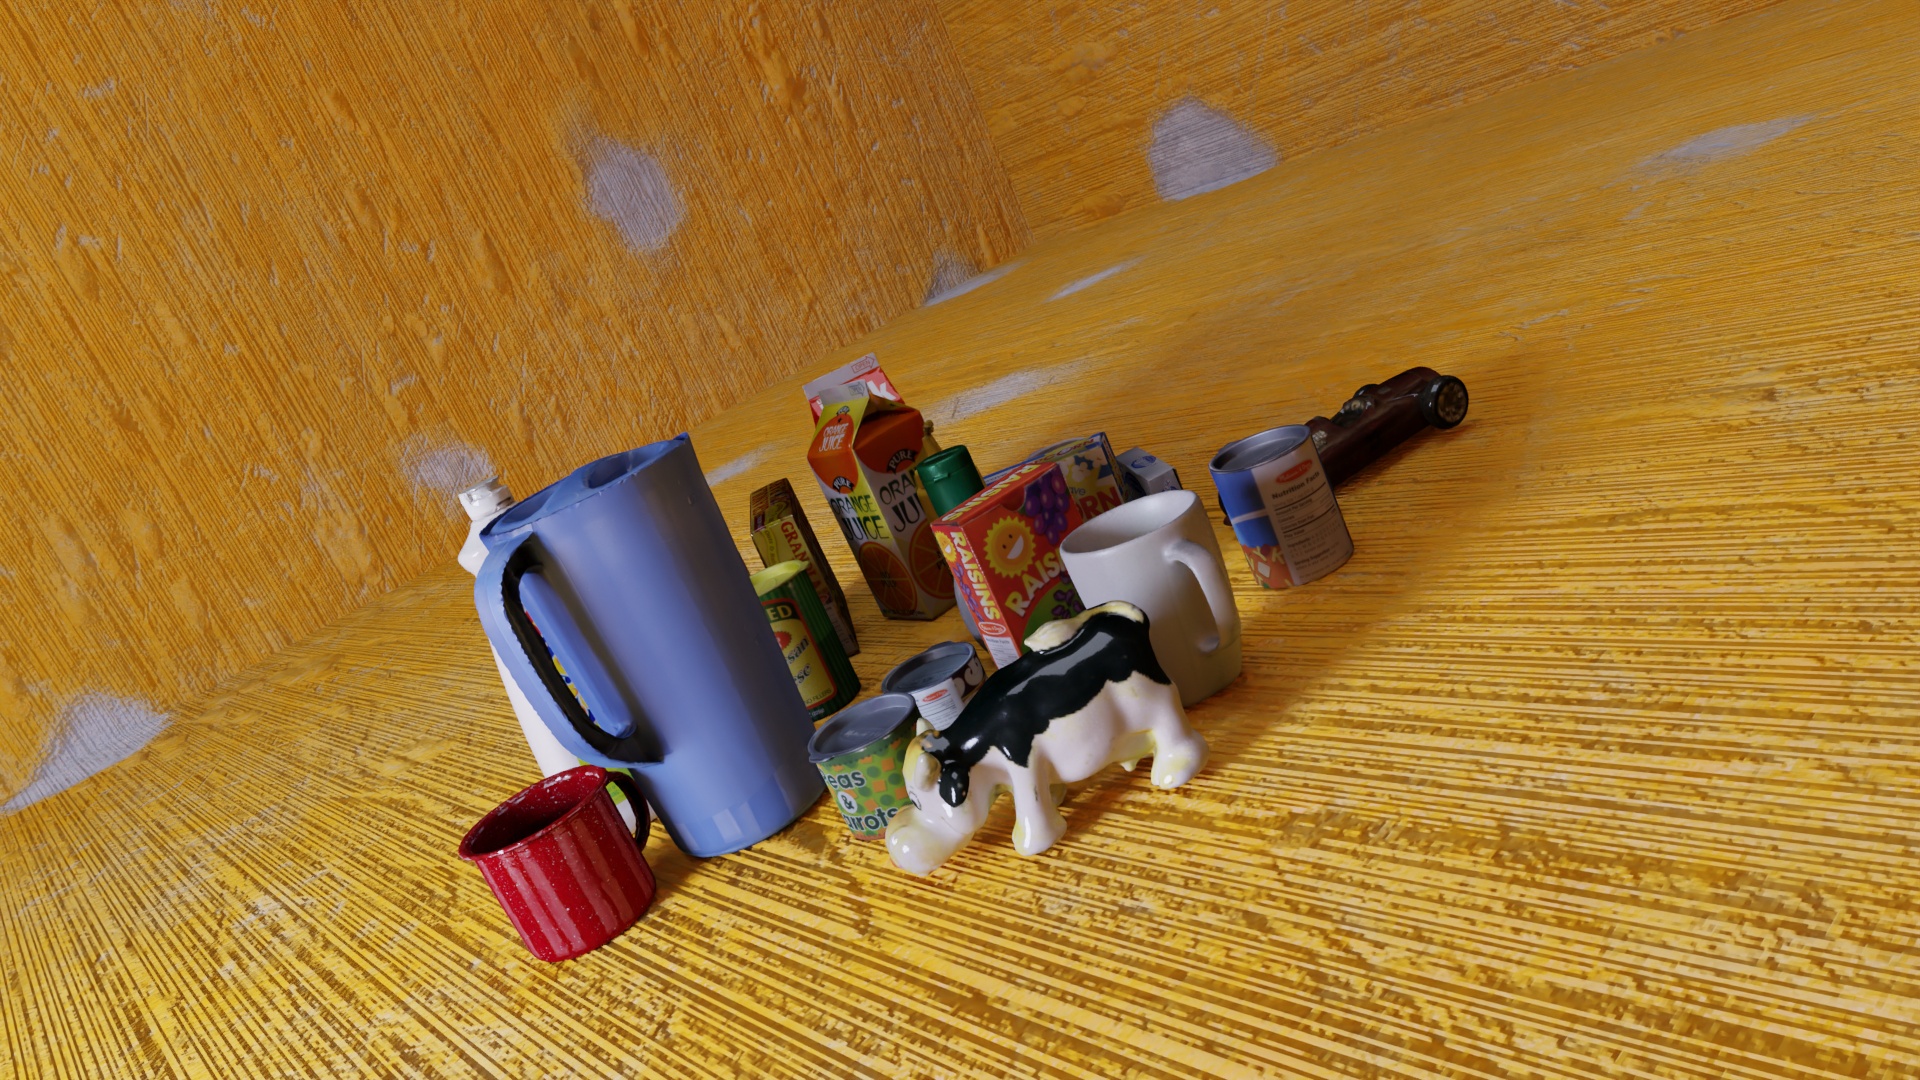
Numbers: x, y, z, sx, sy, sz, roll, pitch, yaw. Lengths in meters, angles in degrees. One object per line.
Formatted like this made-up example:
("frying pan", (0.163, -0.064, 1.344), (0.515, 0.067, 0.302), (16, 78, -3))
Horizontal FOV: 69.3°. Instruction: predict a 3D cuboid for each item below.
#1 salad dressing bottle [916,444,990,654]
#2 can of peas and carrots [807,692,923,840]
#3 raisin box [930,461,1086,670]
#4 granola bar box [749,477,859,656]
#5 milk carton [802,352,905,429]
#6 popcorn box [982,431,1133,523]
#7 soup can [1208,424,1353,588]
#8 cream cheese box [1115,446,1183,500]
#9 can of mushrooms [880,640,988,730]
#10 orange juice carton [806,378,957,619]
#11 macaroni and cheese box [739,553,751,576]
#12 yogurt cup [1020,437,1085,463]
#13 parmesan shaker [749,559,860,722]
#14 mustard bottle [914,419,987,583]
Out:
("salad dressing bottle", (0.017, 0.009, 0.923), (0.064, 0.147, 0.044), (-20, 15, 17))
("can of peas and carrots", (-0.046, 0.129, 0.785), (0.071, 0.058, 0.071), (-23, 15, 7))
("raisin box", (0.045, 0.023, 0.880), (0.086, 0.123, 0.040), (-33, 17, -28))
("granola bar box", (-0.132, 0.024, 1.147), (0.039, 0.124, 0.166), (-25, 15, -3))
("milk carton", (-0.068, -0.064, 1.217), (0.072, 0.190, 0.073), (-27, 15, -11))
("popcorn box", (0.066, -0.020, 1.066), (0.126, 0.085, 0.038), (-20, 15, 15))
("soup can", (0.200, -0.022, 0.870), (0.071, 0.083, 0.071), (-23, 15, 7))
("cream cheese box", (0.148, -0.036, 1.057), (0.024, 0.053, 0.104), (-25, 15, -2))
("can of mushrooms", (-0.014, 0.095, 0.900), (0.071, 0.033, 0.071), (-23, 15, 6))
("orange juice carton", (-0.055, -0.037, 1.103), (0.073, 0.192, 0.071), (-34, 17, -32))
("macaroni and cheese box", (-0.221, 0.052, 1.104), (0.040, 0.166, 0.124), (-12, 19, 40))
("yogurt cup", (0.089, -0.051, 1.195), (0.072, 0.054, 0.072), (-23, 15, 7))
("parmesan shaker", (-0.119, 0.074, 0.998), (0.071, 0.103, 0.071), (-23, 15, 7))
("mustard bottle", (0.004, -0.012, 0.992), (0.049, 0.160, 0.065), (-28, 15, -14))
